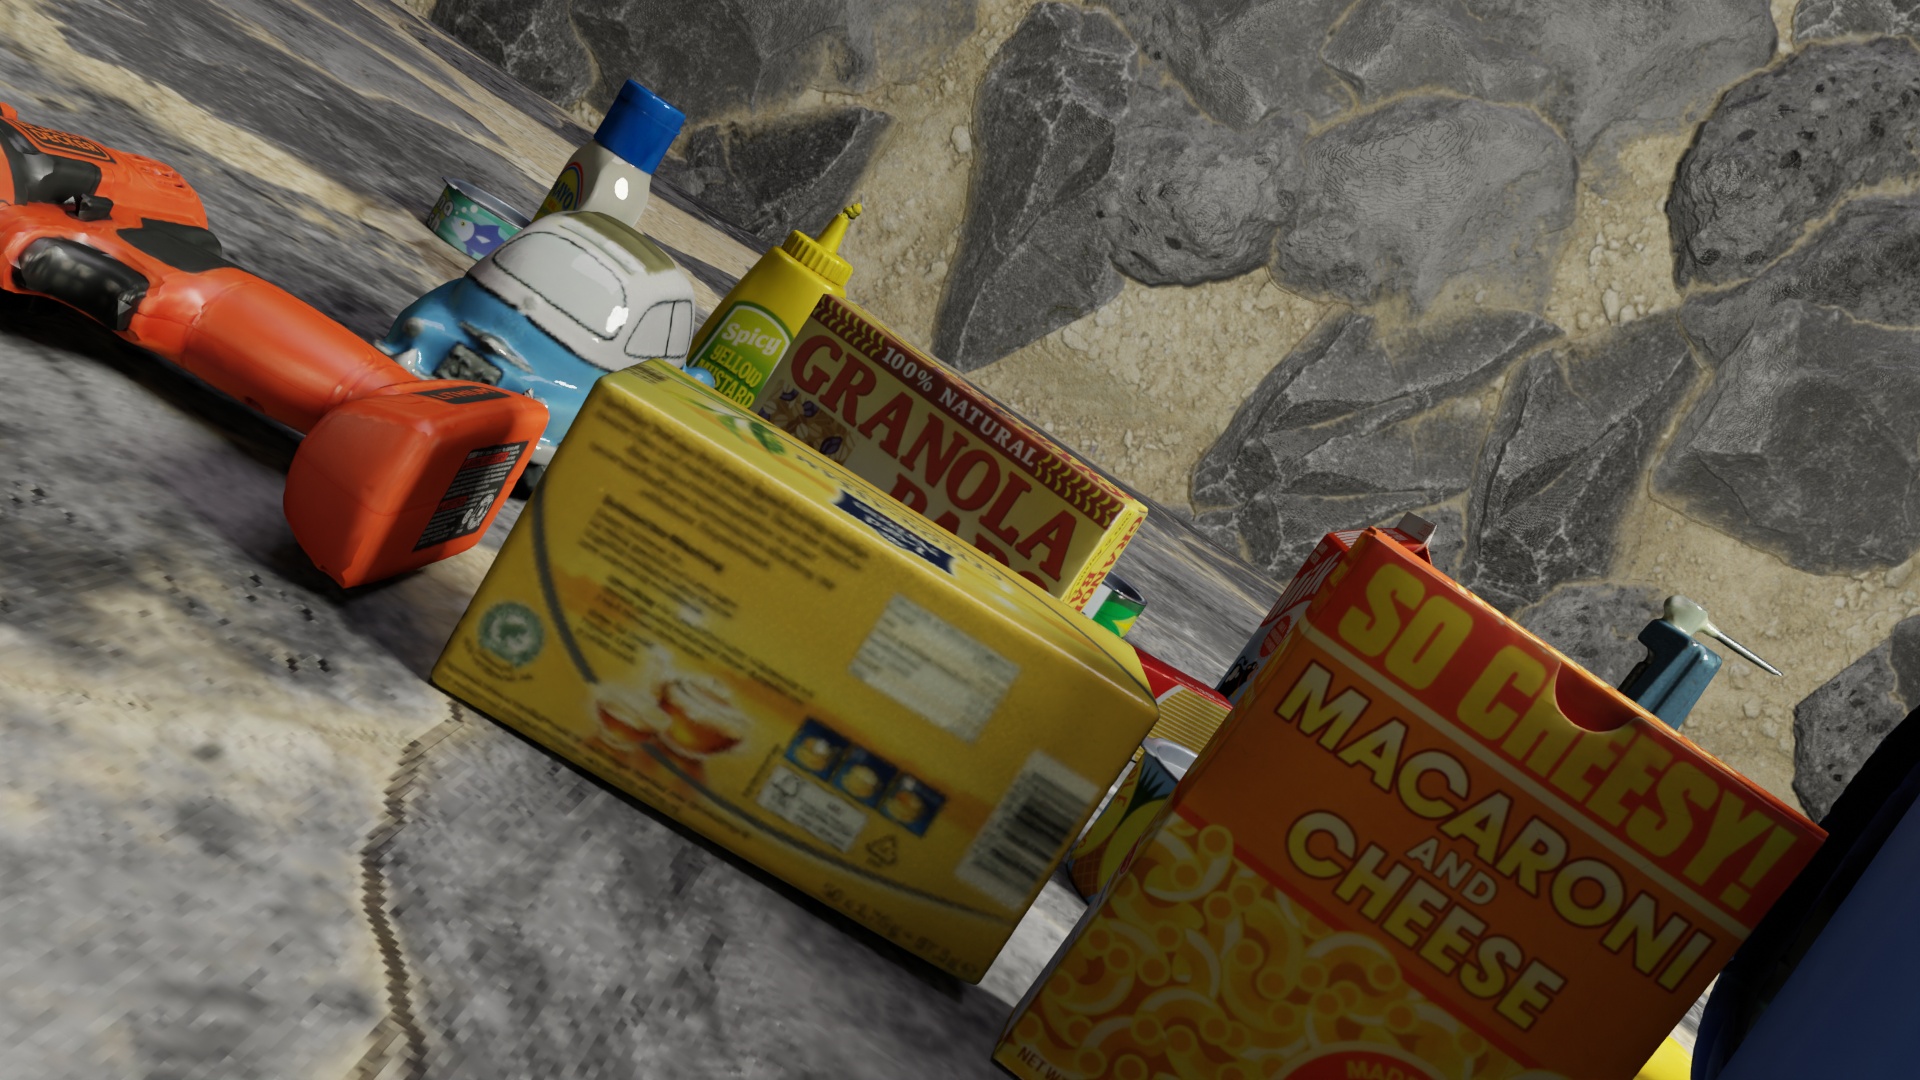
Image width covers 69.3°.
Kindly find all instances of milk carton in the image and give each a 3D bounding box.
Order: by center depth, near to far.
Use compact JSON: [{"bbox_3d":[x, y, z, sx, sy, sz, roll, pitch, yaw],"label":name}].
[{"bbox_3d":[0.235,0.064,0.878,0.073,0.190,0.072,33,9,-2],"label":"milk carton"}]

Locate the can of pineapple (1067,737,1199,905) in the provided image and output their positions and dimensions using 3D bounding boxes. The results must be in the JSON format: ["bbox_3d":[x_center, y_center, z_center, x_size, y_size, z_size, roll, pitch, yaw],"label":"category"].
[{"bbox_3d":[0.080,0.115,0.514,0.071,0.057,0.071,33,9,-6],"label":"can of pineapple"}]

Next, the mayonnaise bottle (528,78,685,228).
[{"bbox_3d":[-0.204,-0.178,0.758,0.041,0.148,0.065,25,12,-43],"label":"mayonnaise bottle"}]

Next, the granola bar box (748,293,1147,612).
[{"bbox_3d":[-0.023,-0.009,0.585,0.166,0.124,0.039,38,10,22],"label":"granola bar box"}]

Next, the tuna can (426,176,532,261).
[{"bbox_3d":[-0.304,-0.200,0.882,0.071,0.032,0.071,33,9,-6],"label":"tuna can"}]

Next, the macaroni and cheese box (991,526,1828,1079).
[{"bbox_3d":[0.106,0.099,0.350,0.124,0.166,0.040,35,9,8],"label":"macaroni and cheese box"}]

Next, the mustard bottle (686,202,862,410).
[{"bbox_3d":[-0.102,-0.118,0.756,0.065,0.160,0.049,34,9,1],"label":"mustard bottle"}]

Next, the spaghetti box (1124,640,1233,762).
[{"bbox_3d":[0.035,0.055,0.685,0.250,0.050,0.029,29,10,-28],"label":"spaghetti box"}]

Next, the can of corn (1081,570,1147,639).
[{"bbox_3d":[0.071,0.043,0.837,0.071,0.058,0.071,33,9,-6],"label":"can of corn"}]
